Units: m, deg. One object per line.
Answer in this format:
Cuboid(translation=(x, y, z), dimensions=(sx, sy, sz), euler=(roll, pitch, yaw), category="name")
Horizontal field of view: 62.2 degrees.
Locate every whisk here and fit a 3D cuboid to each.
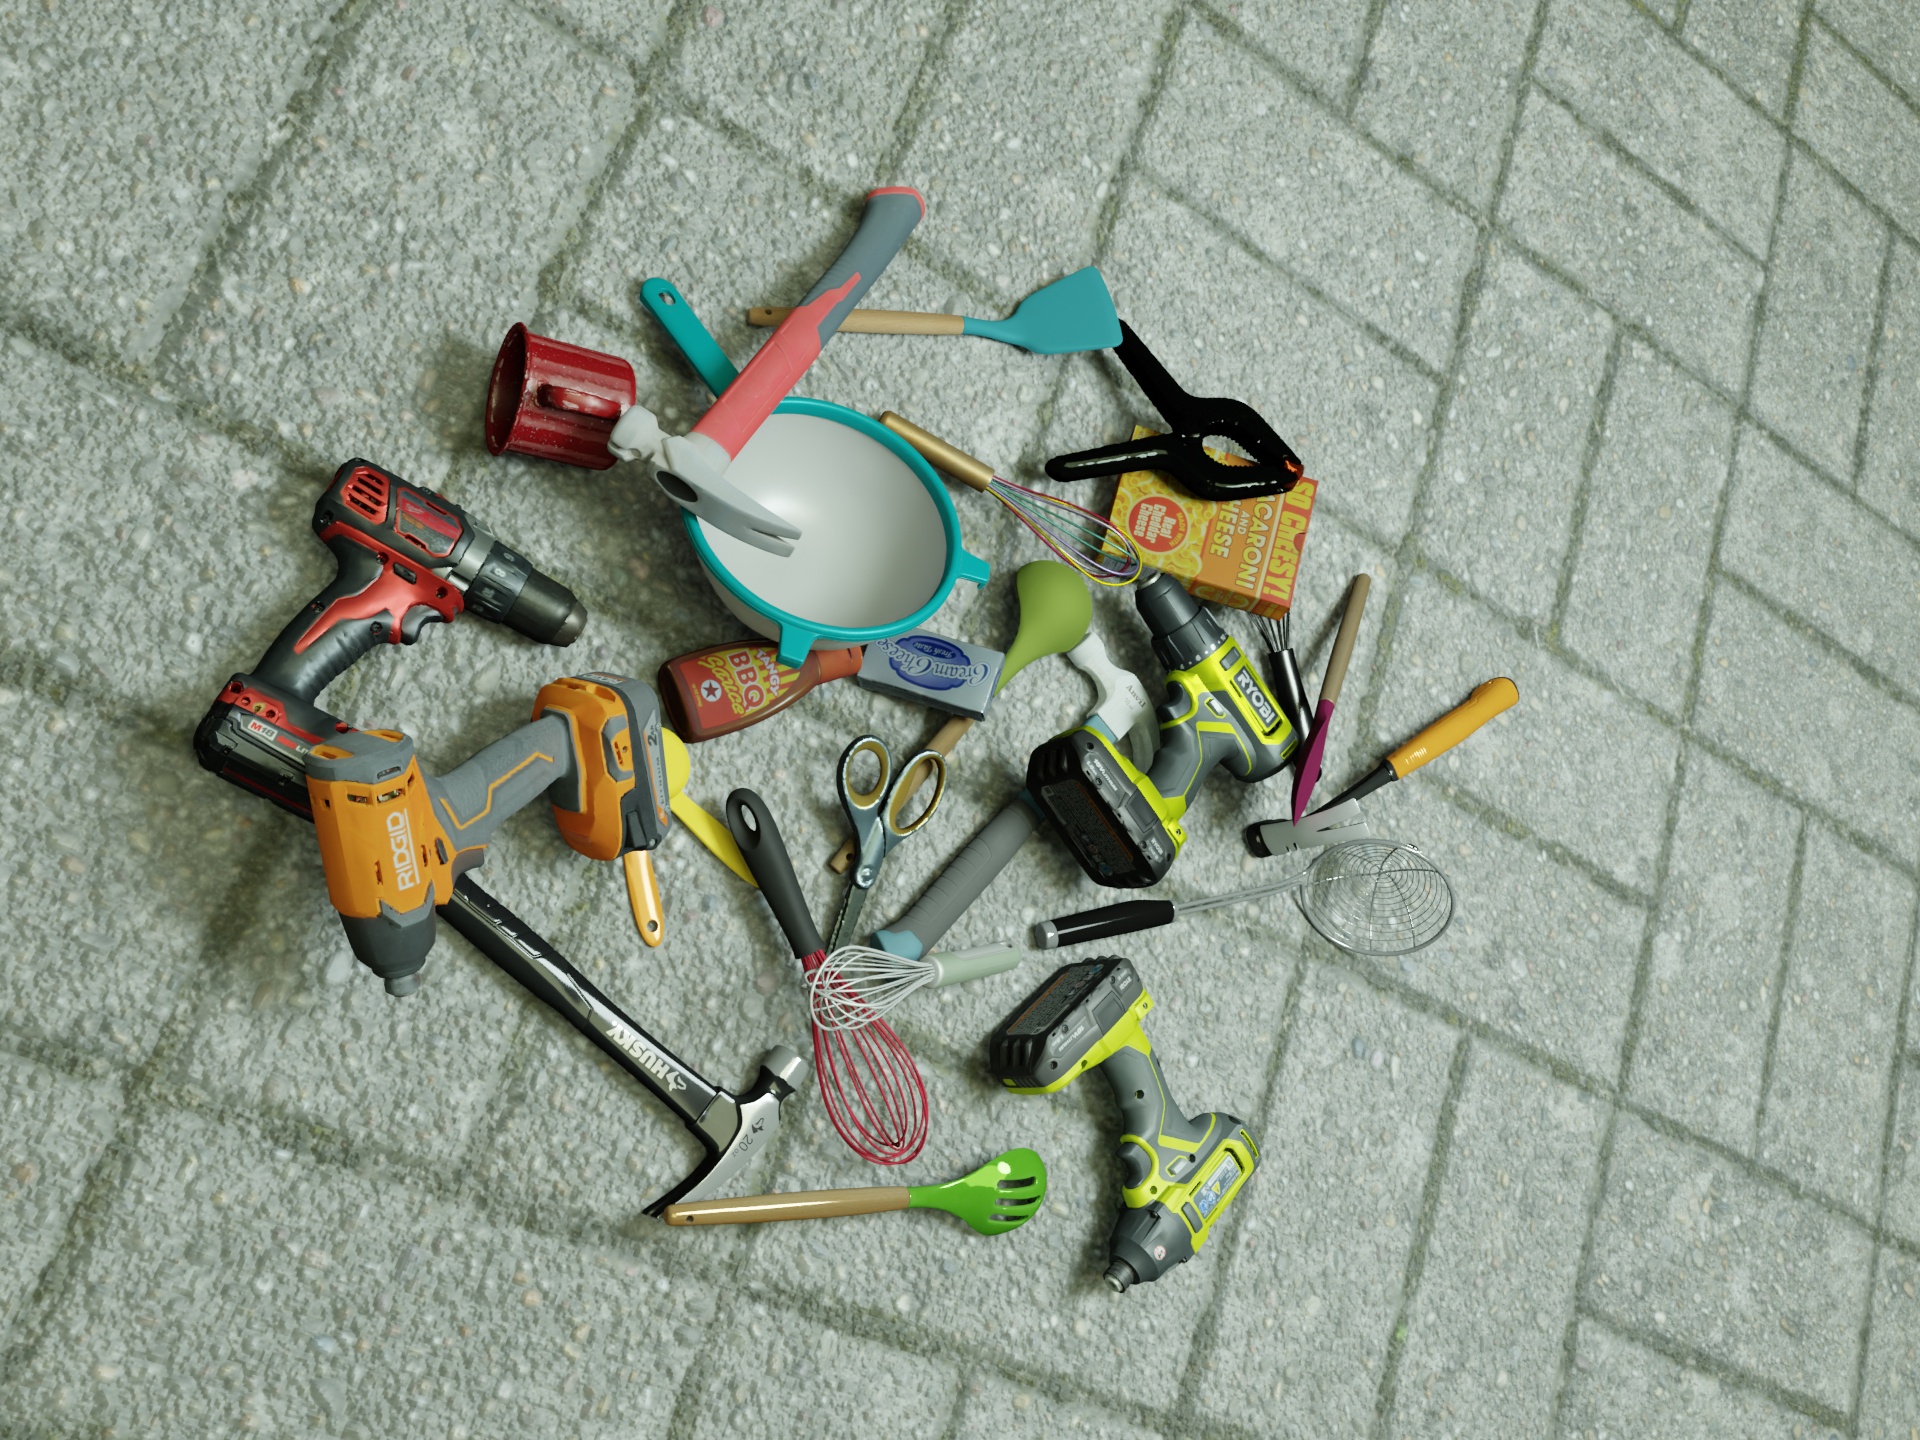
Cuboid(translation=(0.283, -0.059, 1.401), dimensions=(0.055, 0.055, 0.239), euler=(-16, 93, -29), category="whisk")
Cuboid(translation=(-0.028, 0.181, 1.146), dimensions=(0.246, 0.058, 0.059), euler=(1, 100, -55), category="whisk")
Cuboid(translation=(0.040, -0.178, 1.278), dimensions=(0.245, 0.051, 0.047), euler=(29, 98, -8), category="whisk")
Cuboid(translation=(-0.099, 0.183, 1.142), dimensions=(0.073, 0.073, 0.296), euler=(-25, 92, -29), category="whisk")

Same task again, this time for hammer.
Cuboid(translation=(-0.264, 0.192, 1.073), dimensions=(0.334, 0.035, 0.146), euler=(44, 64, -14), category="hammer")
Cuboid(translation=(0.044, 0.079, 1.257), dimensions=(0.128, 0.033, 0.331), euler=(49, 63, -10), category="hammer")
Cuboid(translation=(-0.102, -0.280, 1.183), dimensions=(0.143, 0.038, 0.386), euler=(33, 52, -5), category="hammer")
Cuboid(translation=(0.402, 0.033, 1.417), dimensions=(0.337, 0.127, 0.034), euler=(-27, 93, -35), category="hammer")

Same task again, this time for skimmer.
Cuboid(translation=(0.239, 0.167, 1.310), dimensions=(0.363, 0.127, 0.090), euler=(-8, 41, -24), category="skimmer")

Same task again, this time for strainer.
Cuboid(translation=(-0.149, -0.177, 1.181), dimensions=(0.211, 0.095, 0.340), euler=(-27, 73, -35), category="strainer")

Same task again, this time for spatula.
Cuboid(translation=(-0.020, -0.330, 1.291), dimensions=(0.317, 0.044, 0.082), euler=(-6, 69, -27), category="spatula")

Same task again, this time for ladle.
Cuboid(translation=(-0.002, -0.004, 1.250), dimensions=(0.320, 0.062, 0.078), euler=(-50, 114, -19), category="ladle")

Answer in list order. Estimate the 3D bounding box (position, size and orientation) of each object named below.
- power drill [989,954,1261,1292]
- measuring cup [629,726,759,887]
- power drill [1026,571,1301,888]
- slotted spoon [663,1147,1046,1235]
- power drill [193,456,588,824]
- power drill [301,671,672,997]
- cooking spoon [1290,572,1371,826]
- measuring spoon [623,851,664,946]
Cuboid(translation=(0.125, 0.310, 1.228), dimensions=(0.171, 0.080, 0.223), euler=(-39, 102, -36), category="power drill")
Cuboid(translation=(-0.185, 0.065, 1.136), dimensions=(0.156, 0.029, 0.062), euler=(45, 49, -17), category="measuring cup")
Cuboid(translation=(0.158, 0.006, 1.267), dimensions=(0.228, 0.080, 0.190), euler=(-43, 102, -34), category="power drill")
Cuboid(translation=(-0.062, 0.344, 1.135), dimensions=(0.313, 0.031, 0.070), euler=(7, 100, -31), category="slotted spoon")
Cuboid(translation=(-0.367, -0.039, 1.040), dimensions=(0.187, 0.080, 0.227), euler=(31, 65, -20), category="power drill")
Cuboid(translation=(-0.293, 0.067, 1.005), dimensions=(0.226, 0.084, 0.164), euler=(-23, 117, -47), category="power drill")
Cuboid(translation=(0.320, -0.029, 1.375), dimensions=(0.319, 0.017, 0.068), euler=(-62, 155, -42), category="cooking spoon")
Cuboid(translation=(-0.226, 0.102, 1.122), dimensions=(0.021, 0.011, 0.117), euler=(-11, 86, -29), category="measuring spoon")
